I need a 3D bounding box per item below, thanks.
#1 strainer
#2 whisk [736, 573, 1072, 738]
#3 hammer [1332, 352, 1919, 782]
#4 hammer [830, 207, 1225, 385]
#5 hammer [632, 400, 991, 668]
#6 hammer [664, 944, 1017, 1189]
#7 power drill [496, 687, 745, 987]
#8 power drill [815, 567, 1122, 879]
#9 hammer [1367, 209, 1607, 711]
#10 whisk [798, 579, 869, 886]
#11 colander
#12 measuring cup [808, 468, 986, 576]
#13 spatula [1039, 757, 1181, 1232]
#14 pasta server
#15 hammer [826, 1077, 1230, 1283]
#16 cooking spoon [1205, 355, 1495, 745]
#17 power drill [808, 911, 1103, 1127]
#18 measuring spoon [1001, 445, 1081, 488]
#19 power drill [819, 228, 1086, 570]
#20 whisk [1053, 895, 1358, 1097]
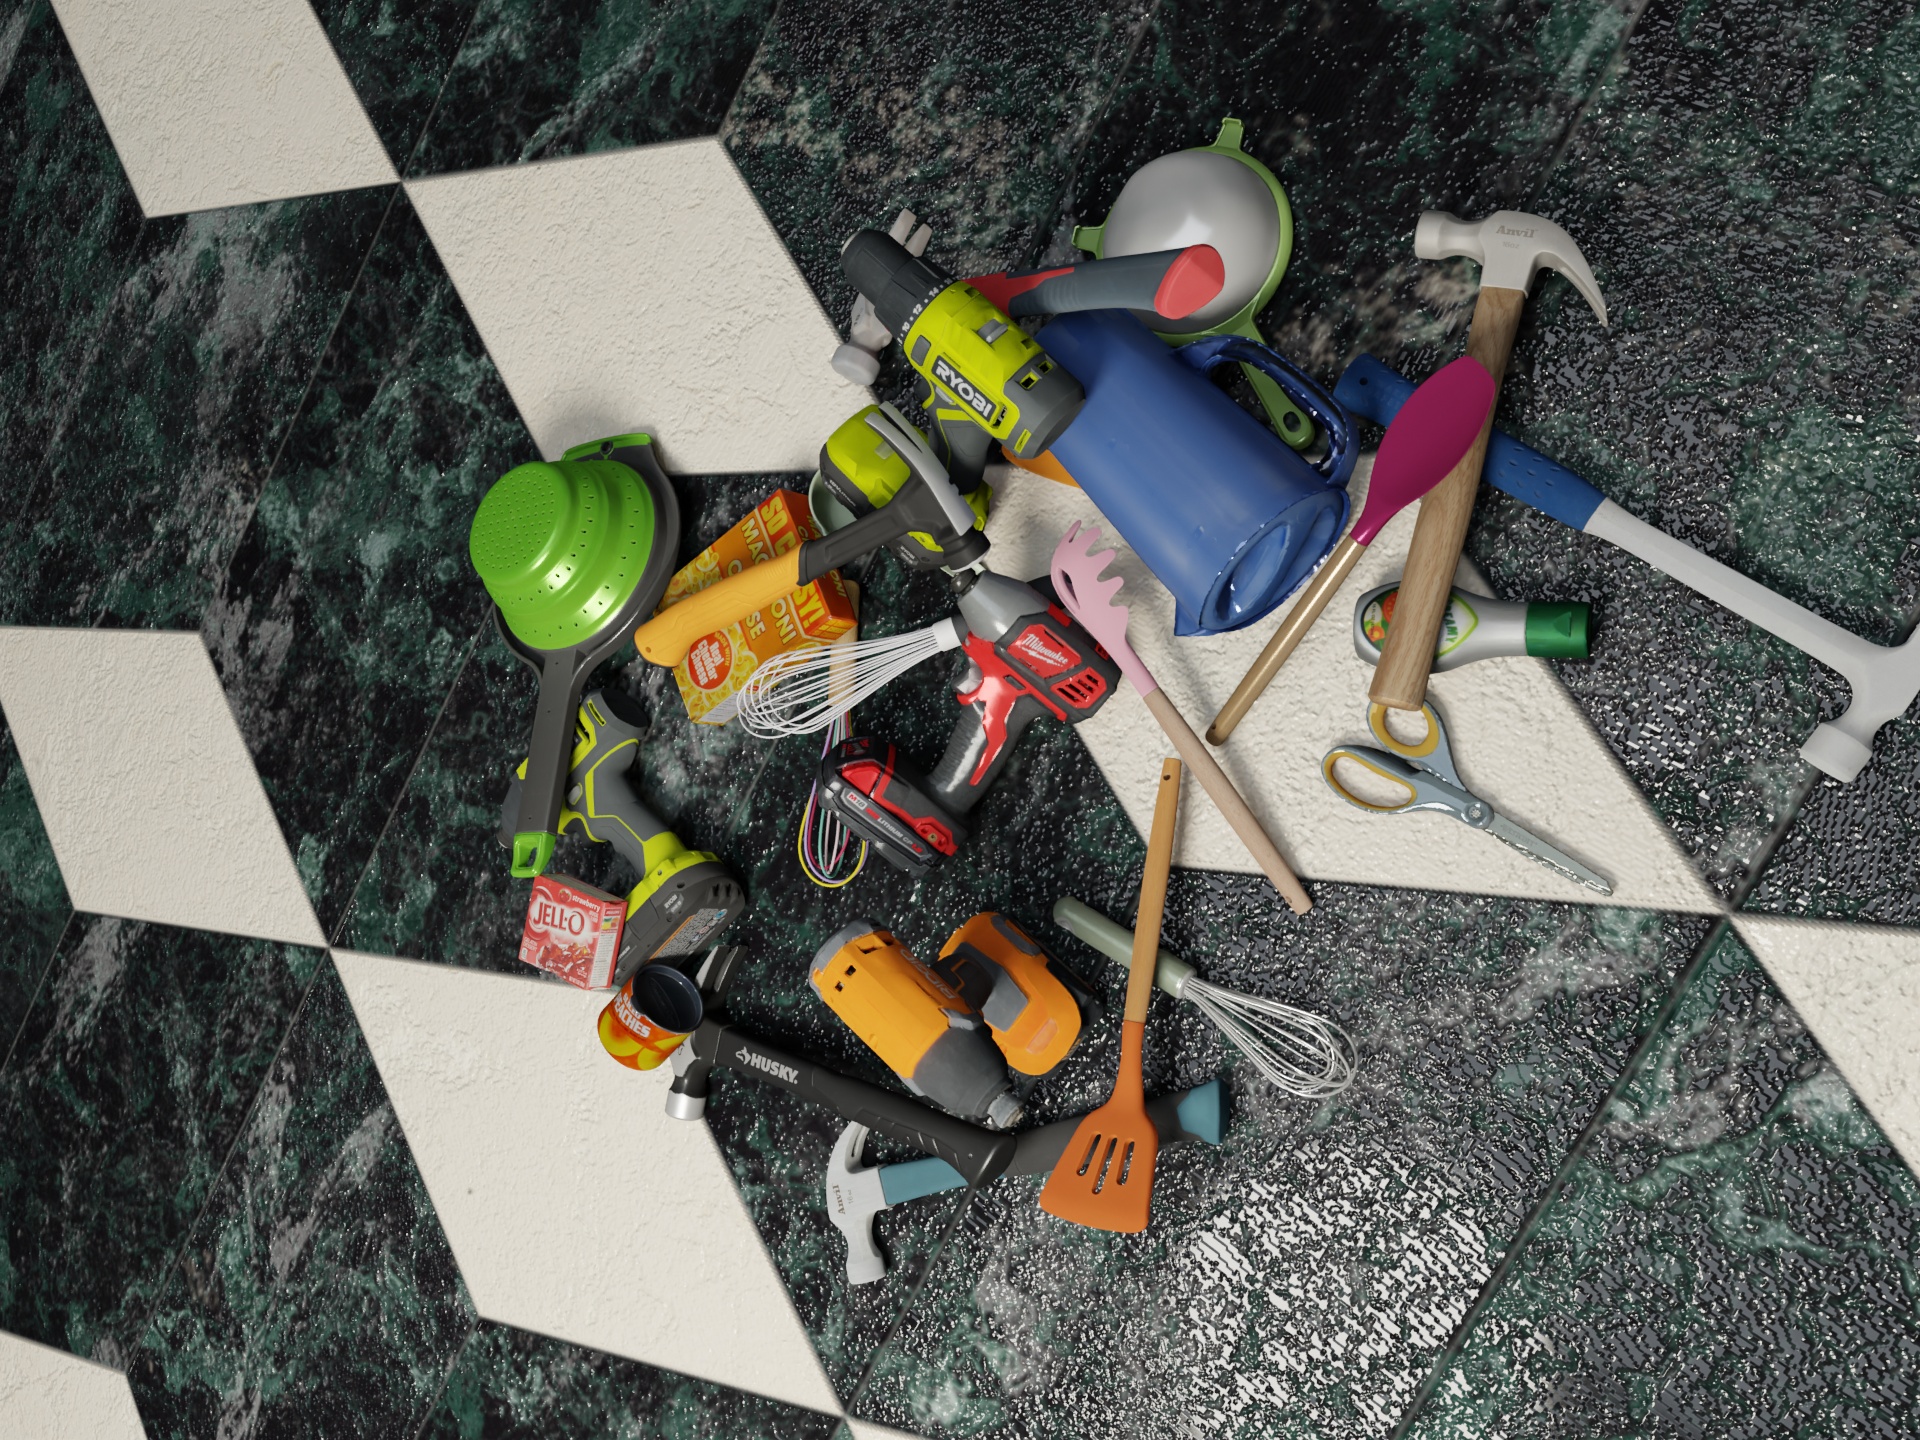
[{"bbox_3d":[0.180,-0.307,1.136,0.151,0.069,0.256,-31,71,20],"label":"strainer"},{"bbox_3d":[-0.040,-0.053,1.210,0.284,0.070,0.070,-20,76,8],"label":"whisk"},{"bbox_3d":[0.421,-0.132,1.022,0.406,0.035,0.144,37,102,24],"label":"hammer"},{"bbox_3d":[0.044,-0.313,1.121,0.386,0.038,0.143,12,77,53],"label":"hammer"},{"bbox_3d":[-0.137,-0.116,1.194,0.337,0.034,0.127,-22,111,37],"label":"hammer"},{"bbox_3d":[-0.096,0.274,1.206,0.335,0.035,0.146,11,89,38],"label":"hammer"},{"bbox_3d":[-0.294,0.107,1.332,0.171,0.080,0.223,-46,65,16],"label":"power drill"},{"bbox_3d":[-0.002,-0.004,1.169,0.143,0.079,0.219,40,104,-13],"label":"power drill"},{"bbox_3d":[0.326,-0.168,1.032,0.130,0.031,0.331,14,88,27],"label":"hammer"},{"bbox_3d":[-0.099,0.009,1.262,0.047,0.051,0.245,-2,81,32],"label":"whisk"},{"bbox_3d":[-0.349,-0.073,1.312,0.204,0.094,0.397,-5,69,30],"label":"colander"},{"bbox_3d":[-0.044,-0.145,1.254,0.167,0.038,0.083,34,78,7],"label":"measuring cup"},{"bbox_3d":[0.120,0.183,1.096,0.081,0.041,0.323,4,79,32],"label":"spatula"},{"bbox_3d":[0.156,-0.002,1.119,0.040,0.060,0.316,-32,83,-22],"label":"pasta server"},{"bbox_3d":[0.044,0.320,1.168,0.331,0.033,0.128,-20,78,23],"label":"hammer"},{"bbox_3d":[0.250,-0.100,1.056,0.318,0.017,0.069,-58,37,32],"label":"cooking spoon"},{"bbox_3d":[0.012,0.204,1.085,0.164,0.226,0.084,40,103,23],"label":"power drill"},{"bbox_3d":[0.079,-0.190,1.211,0.117,0.011,0.021,28,99,29],"label":"measuring spoon"},{"bbox_3d":[-0.026,-0.225,1.135,0.190,0.228,0.080,43,61,5],"label":"power drill"},{"bbox_3d":[0.166,0.188,1.117,0.246,0.057,0.059,29,64,28],"label":"whisk"}]
